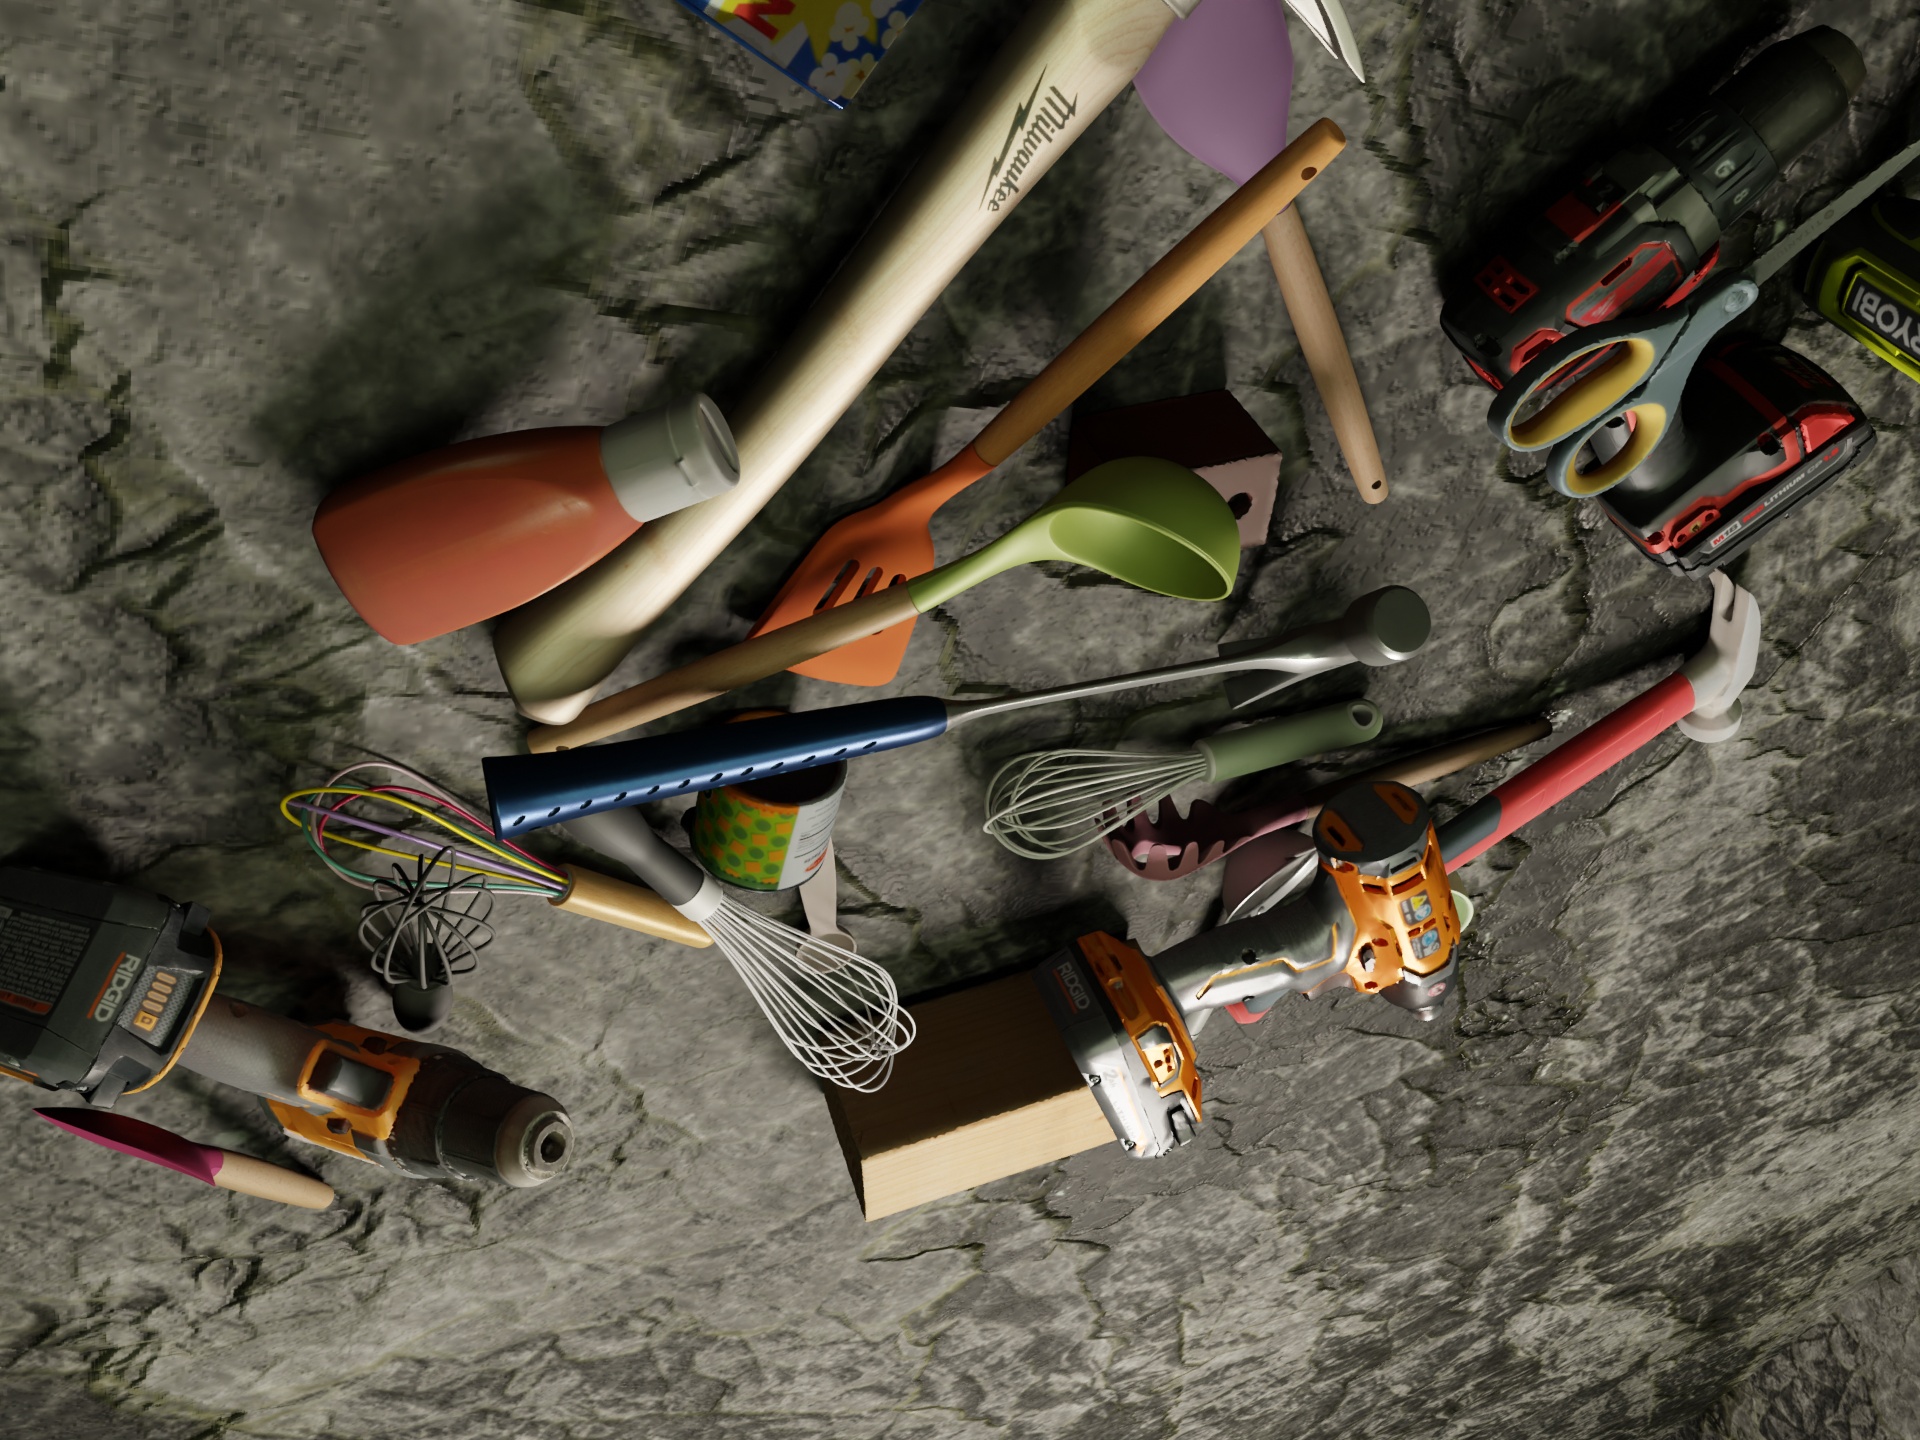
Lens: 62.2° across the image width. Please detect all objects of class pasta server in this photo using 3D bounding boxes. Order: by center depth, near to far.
[{"bbox_3d":[0.219,0.036,0.919,0.316,0.060,0.040,-15,122,-21],"label":"pasta server"}]

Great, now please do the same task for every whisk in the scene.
[{"bbox_3d":[-0.237,0.107,0.705,0.055,0.055,0.239,-6,161,-22],"label":"whisk"},{"bbox_3d":[-0.201,0.071,0.741,0.047,0.051,0.244,-46,139,14],"label":"whisk"},{"bbox_3d":[-0.112,0.105,0.795,0.070,0.070,0.284,-34,129,10],"label":"whisk"},{"bbox_3d":[0.124,0.025,0.860,0.246,0.058,0.059,-14,162,-20],"label":"whisk"}]

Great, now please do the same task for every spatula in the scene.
[{"bbox_3d":[0.028,-0.113,0.629,0.081,0.041,0.322,14,142,-37],"label":"spatula"},{"bbox_3d":[0.133,-0.191,0.651,0.060,0.018,0.315,-31,138,8],"label":"spatula"}]

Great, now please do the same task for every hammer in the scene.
[{"bbox_3d":[-0.037,-0.138,0.597,0.146,0.038,0.410,26,120,-37],"label":"hammer"},{"bbox_3d":[-0.001,-0.002,0.704,0.405,0.035,0.144,-10,176,-19],"label":"hammer"},{"bbox_3d":[0.312,0.054,0.949,0.386,0.038,0.143,-33,140,-5],"label":"hammer"}]

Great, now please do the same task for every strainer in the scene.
[{"bbox_3d":[0.171,0.136,1.001,0.087,0.050,0.258,-25,148,-32],"label":"strainer"}]

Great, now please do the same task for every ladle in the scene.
[{"bbox_3d":[-0.041,-0.032,0.659,0.320,0.062,0.078,-20,155,14],"label":"ladle"}]

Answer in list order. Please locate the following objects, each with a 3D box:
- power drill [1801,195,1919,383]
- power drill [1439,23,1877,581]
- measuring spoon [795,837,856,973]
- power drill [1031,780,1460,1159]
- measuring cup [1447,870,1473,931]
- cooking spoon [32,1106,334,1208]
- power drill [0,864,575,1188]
[{"bbox_3d":[0.458,-0.234,0.660,0.080,0.171,0.223,-15,135,-12],"label":"power drill"},{"bbox_3d":[0.342,-0.183,0.727,0.188,0.080,0.226,-41,135,17],"label":"power drill"},{"bbox_3d":[-0.077,0.088,0.848,0.034,0.018,0.124,-12,131,-11],"label":"measuring spoon"},{"bbox_3d":[0.170,0.147,0.876,0.226,0.084,0.164,-28,125,-1],"label":"power drill"},{"bbox_3d":[0.247,0.125,1.044,0.167,0.038,0.083,-9,138,6],"label":"measuring cup"},{"bbox_3d":[-0.343,0.208,0.742,0.069,0.017,0.318,19,158,2],"label":"cooking spoon"},{"bbox_3d":[-0.290,0.144,0.681,0.185,0.084,0.226,3,154,35],"label":"power drill"}]
